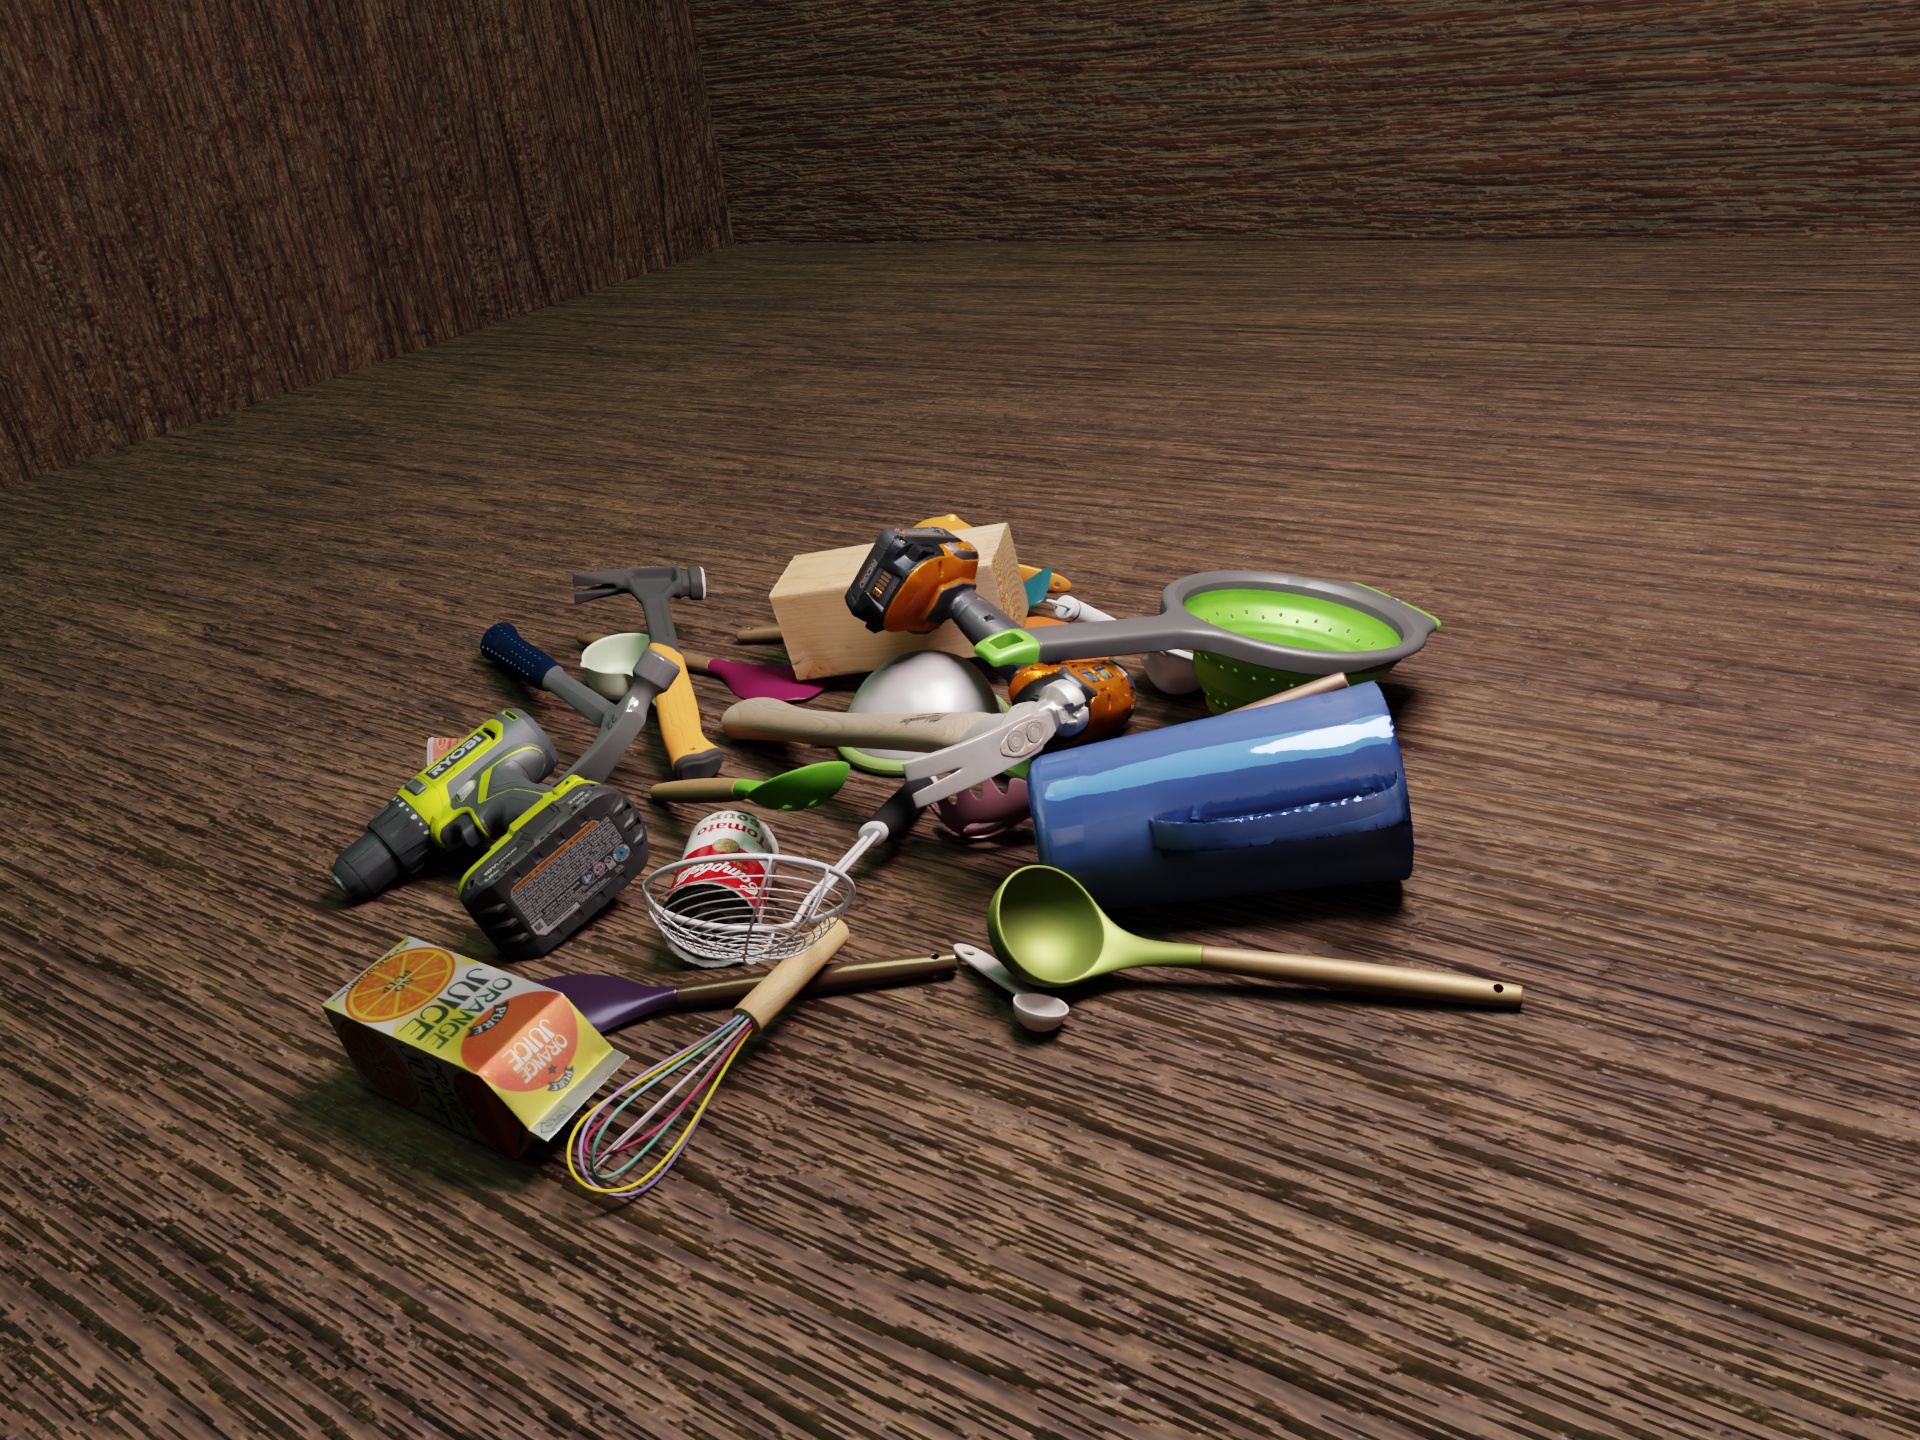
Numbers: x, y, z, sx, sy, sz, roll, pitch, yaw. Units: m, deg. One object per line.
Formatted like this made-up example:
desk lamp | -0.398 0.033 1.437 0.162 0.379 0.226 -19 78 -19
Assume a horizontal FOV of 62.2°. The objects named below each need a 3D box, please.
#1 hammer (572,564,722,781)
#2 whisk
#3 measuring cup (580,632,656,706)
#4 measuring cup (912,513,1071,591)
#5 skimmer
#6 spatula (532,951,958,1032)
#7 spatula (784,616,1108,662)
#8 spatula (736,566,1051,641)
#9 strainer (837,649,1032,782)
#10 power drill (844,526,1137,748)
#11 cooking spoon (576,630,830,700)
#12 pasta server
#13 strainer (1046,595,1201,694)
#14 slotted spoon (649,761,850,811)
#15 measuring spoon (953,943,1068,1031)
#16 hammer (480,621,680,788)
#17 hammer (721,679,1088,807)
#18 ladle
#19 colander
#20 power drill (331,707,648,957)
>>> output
hammer | -0.272 -0.048 1.435 0.127 0.034 0.337 -5 35 -16
whisk | -0.145 0.192 0.955 0.047 0.051 0.245 8 33 32
measuring cup | -0.293 -0.028 1.471 0.083 0.038 0.168 -20 38 -26
measuring cup | 0.022 -0.141 1.568 0.173 0.095 0.052 13 34 2
skimmer | -0.089 0.071 1.076 0.127 0.090 0.363 -14 11 21
spatula | -0.158 0.175 1.038 0.316 0.018 0.060 -7 37 3
spatula | -0.019 -0.070 1.486 0.322 0.041 0.081 -1 28 23
spatula | -0.067 -0.102 1.537 0.317 0.044 0.082 -4 28 12
strainer | -0.002 -0.004 1.292 0.151 0.069 0.257 -25 29 -31
power drill | 0.021 -0.061 1.261 0.227 0.084 0.164 39 22 16
cooking spoon | -0.257 -0.056 1.529 0.319 0.017 0.069 12 33 33
pasta server | 0.122 0.023 1.134 0.316 0.060 0.040 -22 59 17
strainer | 0.143 -0.061 1.293 0.087 0.050 0.258 24 3 40
slotted spoon | -0.168 0.051 1.170 0.070 0.031 0.314 -10 2 -31
measuring spoon | 0.027 0.169 1.005 0.034 0.018 0.124 3 12 -29
hammer | -0.372 -0.031 1.448 0.144 0.035 0.406 -58 33 -6
hammer | -0.085 0.010 1.211 0.146 0.038 0.411 -26 16 -32
ladle | 0.172 0.141 0.962 0.320 0.062 0.078 5 54 16
colander | 0.183 -0.036 1.209 0.397 0.094 0.205 -7 26 -29
power drill | -0.355 0.089 1.189 0.190 0.080 0.229 -42 38 -23
